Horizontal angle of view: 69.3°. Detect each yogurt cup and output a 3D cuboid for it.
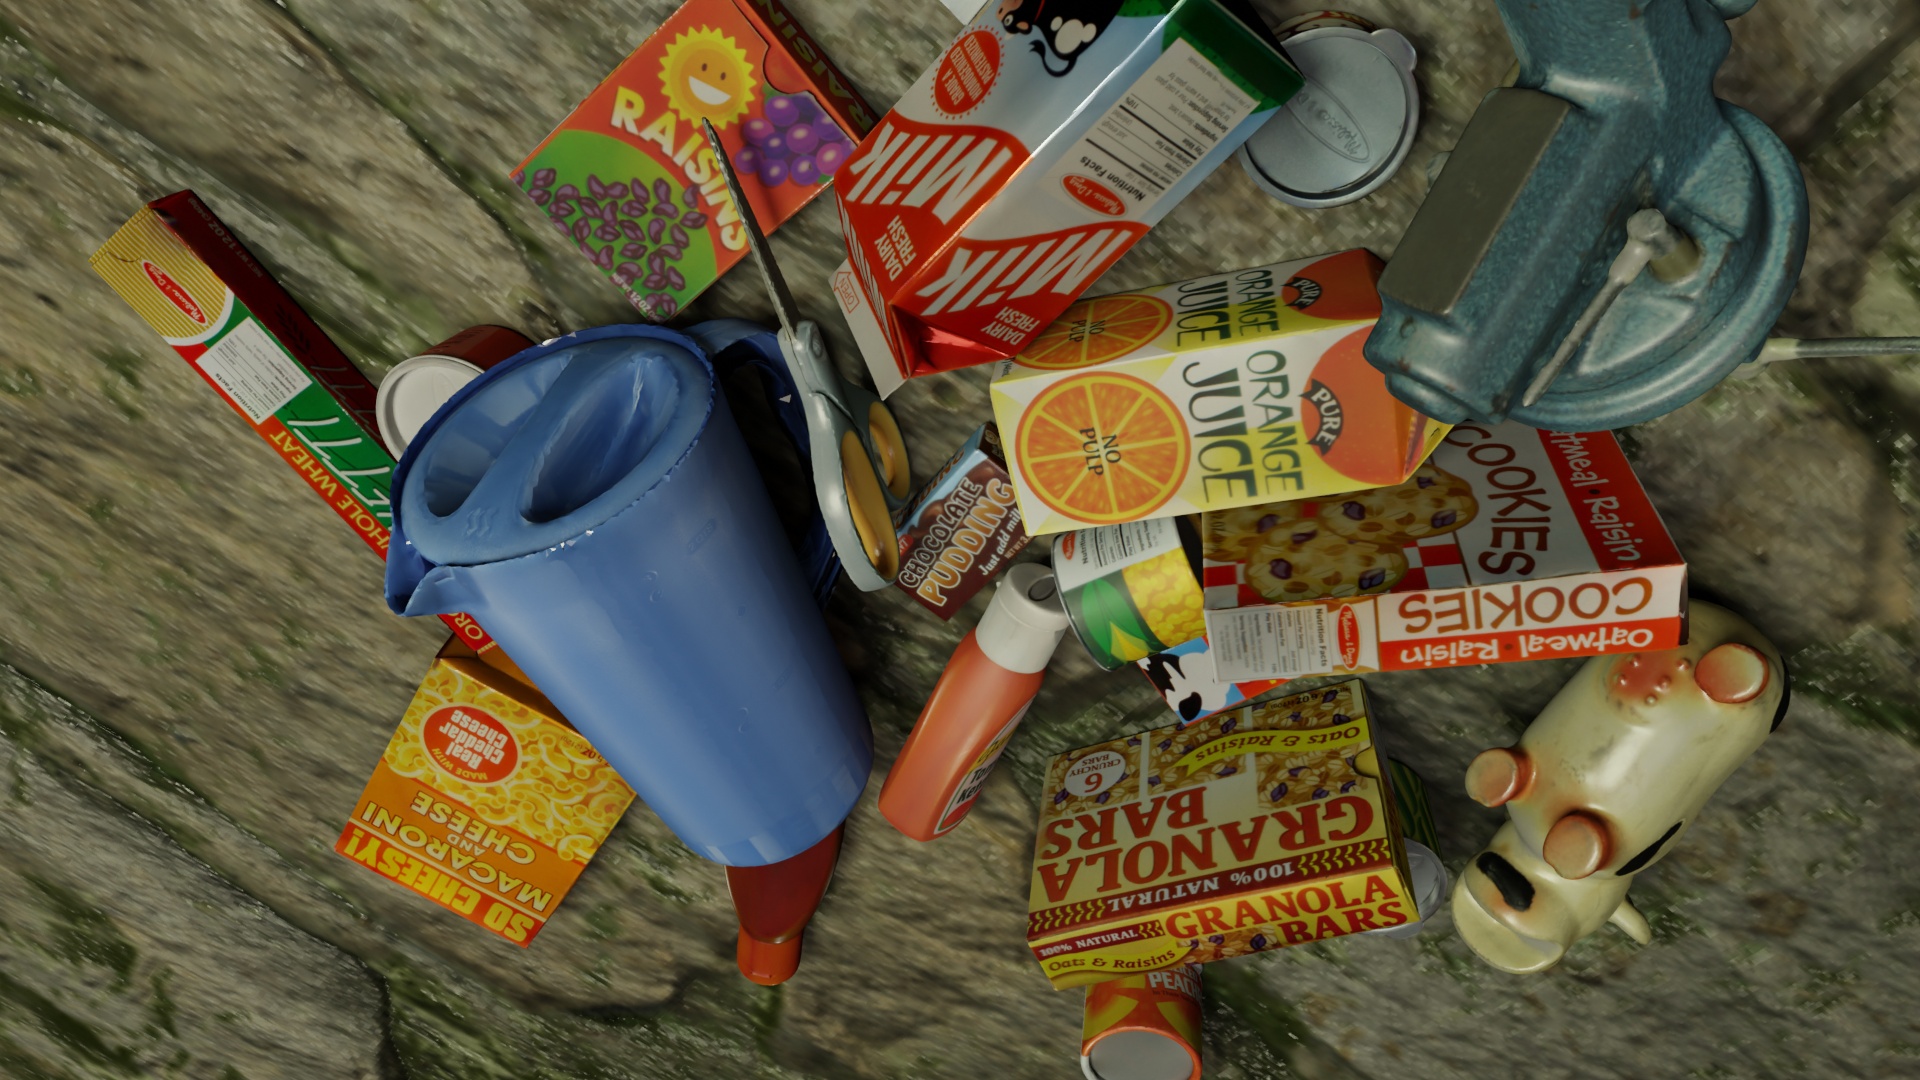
[{"bbox_3d":[-0.217,-0.061,0.621,0.072,0.054,0.072,4,122,7],"label":"yogurt cup"}]

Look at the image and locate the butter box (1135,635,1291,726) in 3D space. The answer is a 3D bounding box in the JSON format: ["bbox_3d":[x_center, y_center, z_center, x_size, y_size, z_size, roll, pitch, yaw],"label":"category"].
[{"bbox_3d":[0.135,0.044,0.646,0.103,0.024,0.053,-28,112,23],"label":"butter box"}]

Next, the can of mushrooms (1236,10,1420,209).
[{"bbox_3d":[0.136,-0.162,0.516,0.071,0.034,0.070,4,121,7],"label":"can of mushrooms"}]

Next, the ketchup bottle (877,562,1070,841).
[{"bbox_3d":[0.009,0.076,0.661,0.043,0.065,0.148,35,124,13],"label":"ketchup bottle"}]

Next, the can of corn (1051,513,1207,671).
[{"bbox_3d":[0.082,0.019,0.615,0.058,0.071,0.071,-24,115,21],"label":"can of corn"}]

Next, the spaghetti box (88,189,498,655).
[{"bbox_3d":[-0.292,-0.048,0.656,0.050,0.029,0.249,-29,113,23],"label":"spaghetti box"}]

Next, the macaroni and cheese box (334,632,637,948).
[{"bbox_3d":[-0.250,0.136,0.755,0.123,0.040,0.165,32,120,-11],"label":"macaroni and cheese box"}]

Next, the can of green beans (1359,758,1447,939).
[{"bbox_3d":[0.200,0.148,0.680,0.071,0.058,0.071,4,122,7],"label":"can of green beans"}]

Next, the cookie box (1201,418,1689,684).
[{"bbox_3d":[0.182,0.000,0.554,0.167,0.123,0.040,-6,121,12],"label":"cookie box"}]

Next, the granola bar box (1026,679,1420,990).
[{"bbox_3d":[0.117,0.135,0.646,0.165,0.125,0.039,-17,118,18],"label":"granola bar box"}]

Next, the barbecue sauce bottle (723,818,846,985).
[{"bbox_3d":[-0.099,0.181,0.756,0.065,0.044,0.147,12,123,2],"label":"barbecue sauce bottle"}]

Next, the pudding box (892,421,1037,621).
[{"bbox_3d":[0.002,-0.008,0.633,0.049,0.030,0.083,38,119,-13],"label":"pudding box"}]

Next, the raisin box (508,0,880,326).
[{"bbox_3d":[-0.105,-0.156,0.555,0.123,0.040,0.086,-33,110,24],"label":"raisin box"}]

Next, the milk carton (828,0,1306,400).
[{"bbox_3d":[0.021,-0.136,0.512,0.190,0.072,0.073,-42,144,27],"label":"milk carton"}]

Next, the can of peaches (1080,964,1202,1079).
[{"bbox_3d":[0.102,0.266,0.767,0.071,0.058,0.071,4,122,7],"label":"can of peaches"}]

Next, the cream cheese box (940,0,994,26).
[{"bbox_3d":[0.018,-0.210,0.464,0.024,0.104,0.053,39,120,-16],"label":"cream cheese box"}]

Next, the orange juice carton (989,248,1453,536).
[{"bbox_3d":[0.114,-0.062,0.557,0.192,0.072,0.072,-8,120,14],"label":"orange juice carton"}]
